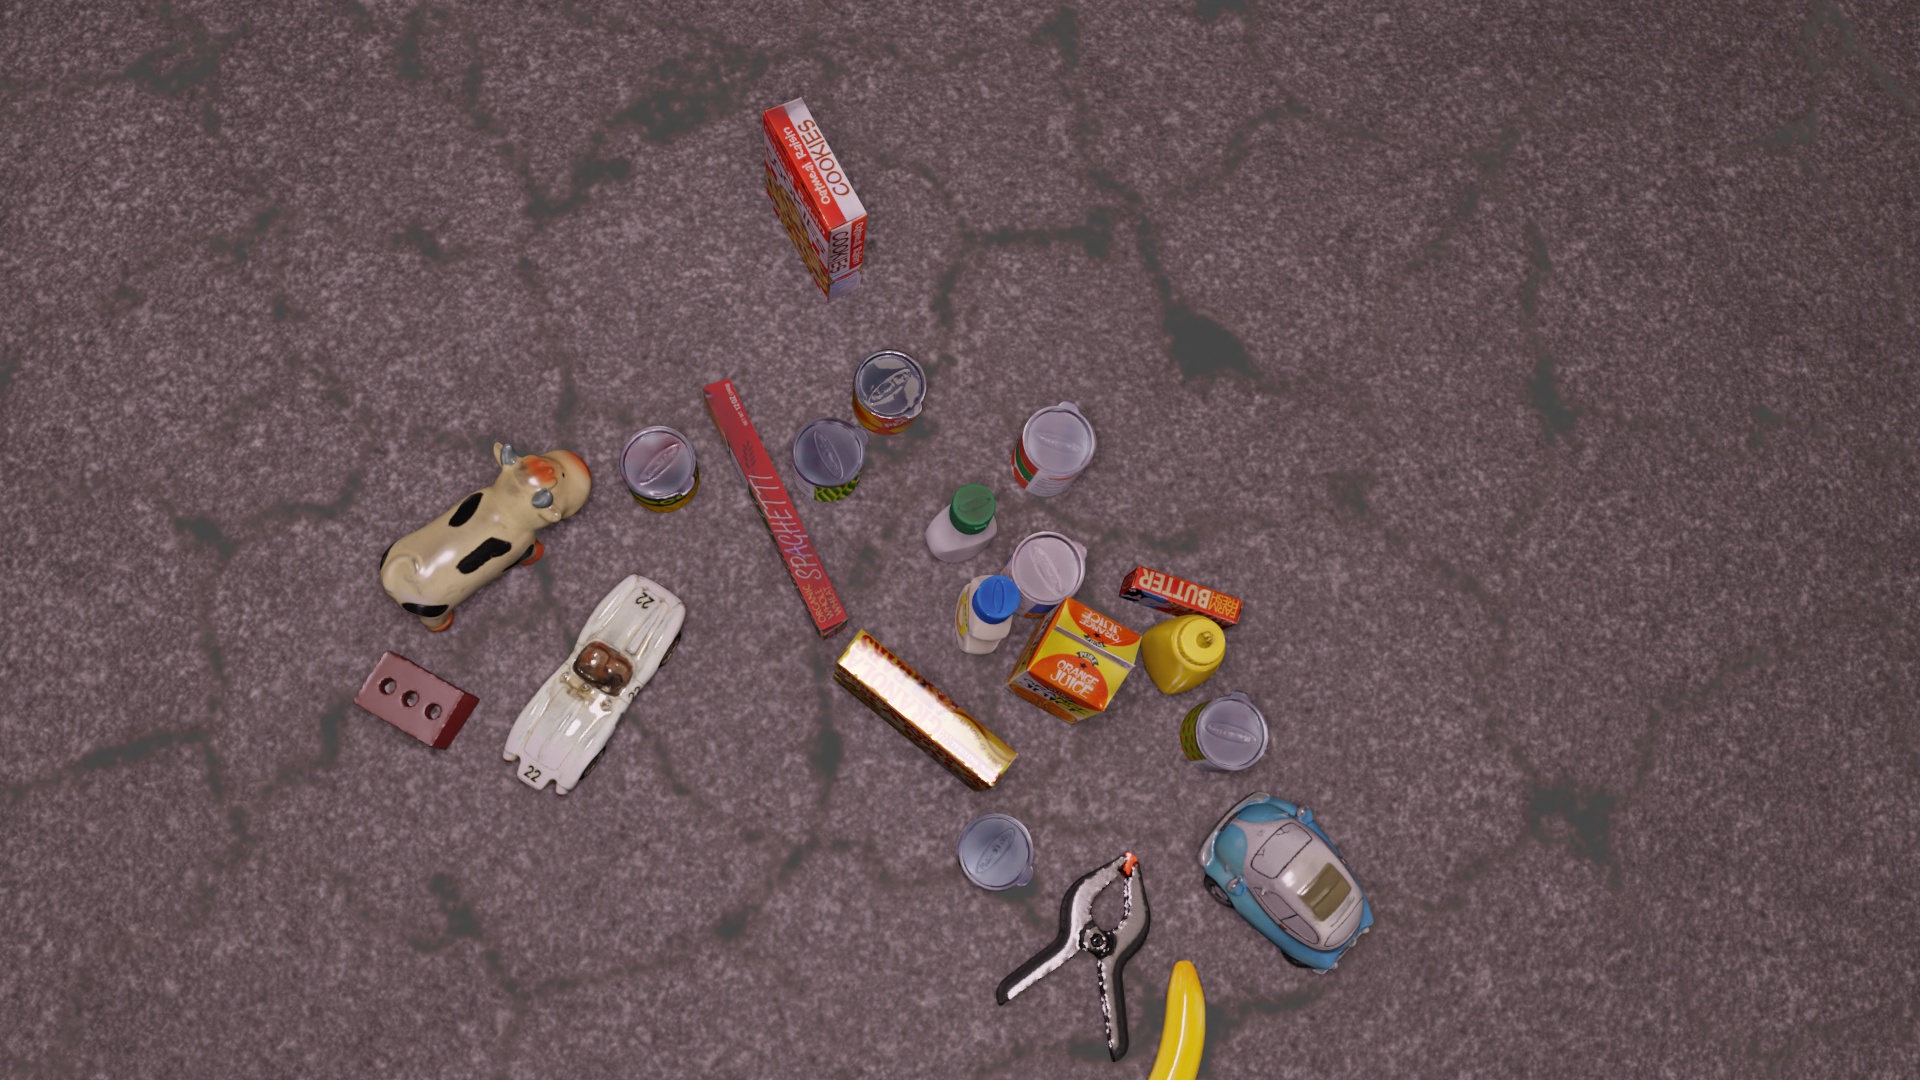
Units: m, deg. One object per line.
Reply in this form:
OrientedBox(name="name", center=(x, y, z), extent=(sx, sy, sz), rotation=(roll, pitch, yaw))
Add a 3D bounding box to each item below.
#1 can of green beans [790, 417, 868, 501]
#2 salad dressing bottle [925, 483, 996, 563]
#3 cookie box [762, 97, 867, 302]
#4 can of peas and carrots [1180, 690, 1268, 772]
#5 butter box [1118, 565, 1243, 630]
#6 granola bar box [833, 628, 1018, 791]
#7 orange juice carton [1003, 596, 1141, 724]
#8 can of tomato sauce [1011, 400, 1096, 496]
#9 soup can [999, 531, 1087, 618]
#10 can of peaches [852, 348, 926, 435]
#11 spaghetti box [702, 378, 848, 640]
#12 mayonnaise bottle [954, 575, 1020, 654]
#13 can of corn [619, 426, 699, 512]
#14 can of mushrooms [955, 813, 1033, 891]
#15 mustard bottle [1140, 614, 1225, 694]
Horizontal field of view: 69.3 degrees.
OrientedBox(name="can of green beans", center=(-0.121, -0.073, 1.263), extent=(0.071, 0.057, 0.071), rotation=(1, 78, -6))
OrientedBox(name="salad dressing bottle", center=(0.004, -0.015, 1.219), extent=(0.064, 0.147, 0.044), rotation=(-18, 81, -10))
OrientedBox(name="cookie box", center=(-0.133, -0.303, 1.256), extent=(0.040, 0.167, 0.123), rotation=(-28, 83, -11))
OrientedBox(name="can of peas and carrots", center=(0.237, 0.172, 1.250), extent=(0.071, 0.058, 0.071), rotation=(1, 78, -6))
OrientedBox(name="butter box", center=(0.202, 0.053, 1.275), extent=(0.103, 0.053, 0.024), rotation=(19, 77, -2))
OrientedBox(name="granola bar box", center=(-0.034, 0.149, 1.190), extent=(0.165, 0.124, 0.039), rotation=(38, 77, 3))
OrientedBox(name="orange juice carton", center=(0.096, 0.102, 1.180), extent=(0.072, 0.192, 0.073), rotation=(29, 77, 0))
OrientedBox(name="can of tomato sauce", center=(0.084, -0.083, 1.276), extent=(0.071, 0.083, 0.071), rotation=(1, 78, -6))
OrientedBox(name="soup can", center=(0.074, 0.031, 1.249), extent=(0.071, 0.083, 0.071), rotation=(1, 78, -6))
OrientedBox(name="can of peaches", center=(-0.065, -0.134, 1.283), extent=(0.071, 0.058, 0.071), rotation=(1, 78, -6))
OrientedBox(name="spaghetti box", center=(-0.167, -0.027, 1.252), extent=(0.029, 0.050, 0.250), rotation=(-26, 82, -11))
OrientedBox(name="mayonnaise bottle", center=(0.023, 0.060, 1.204), extent=(0.041, 0.147, 0.065), rotation=(2, 78, -6))
OrientedBox(name="can of corn", center=(-0.266, -0.061, 1.243), extent=(0.071, 0.058, 0.071), rotation=(1, 78, -6))
OrientedBox(name="can of mushrooms", center=(0.031, 0.274, 1.217), extent=(0.071, 0.033, 0.071), rotation=(1, 78, -6))
OrientedBox(name="mustard bottle", center=(0.199, 0.095, 1.210), extent=(0.049, 0.160, 0.065), rotation=(-20, 81, -10))
